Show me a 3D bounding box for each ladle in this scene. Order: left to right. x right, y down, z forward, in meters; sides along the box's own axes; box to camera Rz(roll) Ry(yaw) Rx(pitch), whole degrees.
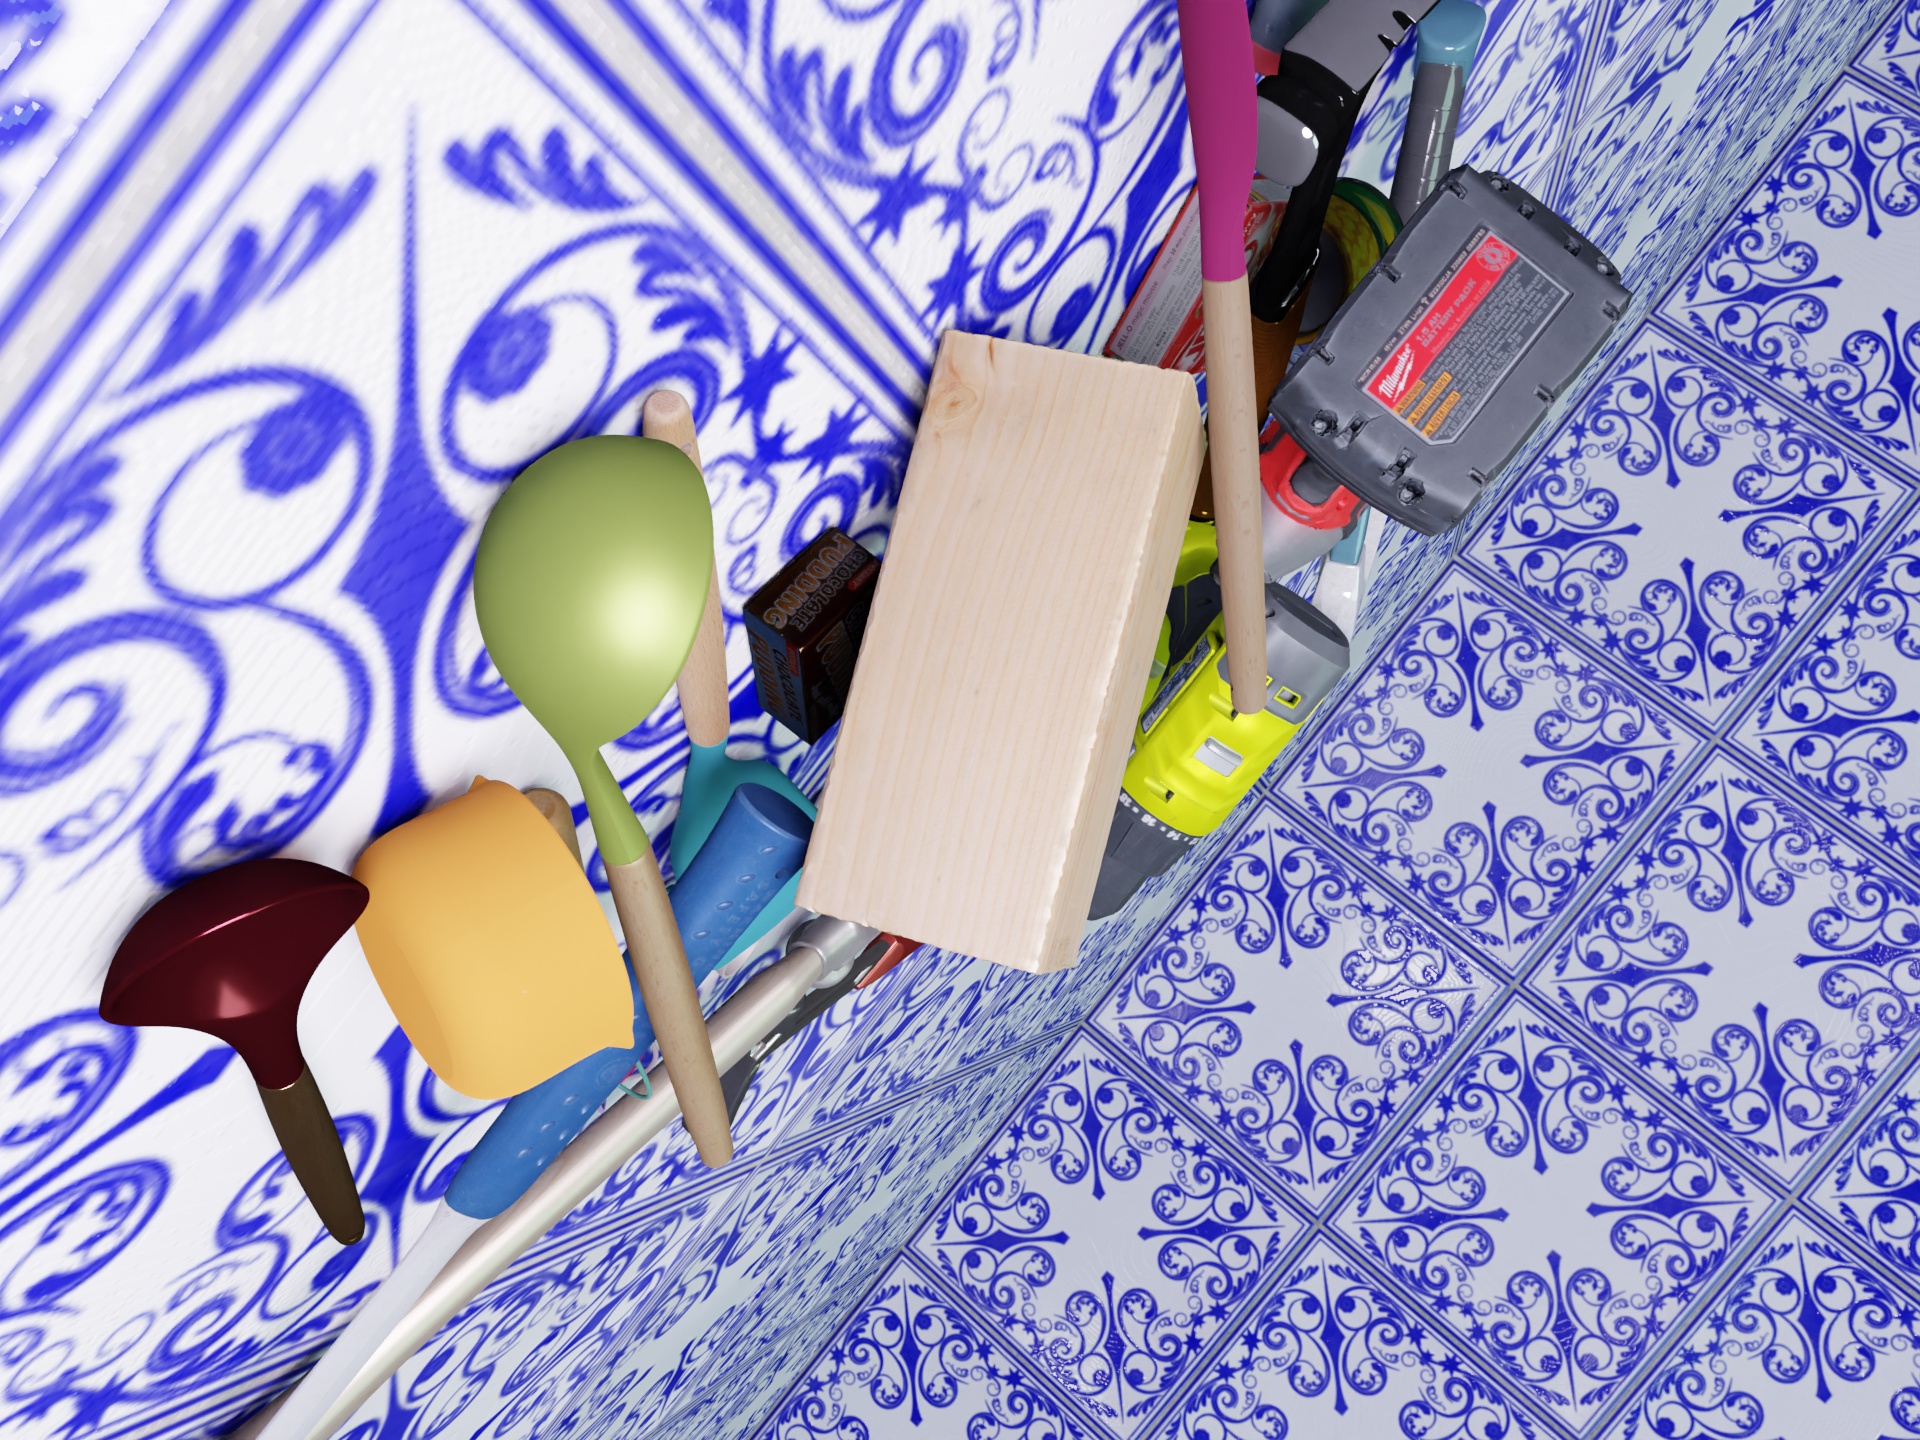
[{"bbox_3d":[-0.212,0.120,0.508,0.069,0.031,0.315,-25,156,-27],"label":"ladle"},{"bbox_3d":[-0.088,0.051,0.494,0.062,0.078,0.319,-21,139,-16],"label":"ladle"}]

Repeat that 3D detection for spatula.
[{"bbox_3d":[-0.082,-0.003,0.562,0.082,0.044,0.317,-40,161,-22],"label":"spatula"}]

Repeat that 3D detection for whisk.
[{"bbox_3d":[-0.149,0.099,0.616,0.047,0.051,0.244,-37,157,-26],"label":"whisk"}]

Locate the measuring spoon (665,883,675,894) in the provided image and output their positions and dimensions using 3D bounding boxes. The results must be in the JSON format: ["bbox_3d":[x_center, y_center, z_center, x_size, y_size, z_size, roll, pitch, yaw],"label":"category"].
[{"bbox_3d":[-0.140,0.118,0.719,0.042,0.021,0.128,-36,161,-45],"label":"measuring spoon"}]

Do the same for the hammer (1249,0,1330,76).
[{"bbox_3d":[0.133,-0.333,0.426,0.143,0.038,0.386,-48,165,-17],"label":"hammer"}]

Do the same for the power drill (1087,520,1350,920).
[{"bbox_3d":[0.109,-0.013,0.841,0.190,0.080,0.229,-54,-167,22],"label":"power drill"}]

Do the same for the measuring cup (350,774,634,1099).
[{"bbox_3d":[-0.160,0.082,0.503,0.052,0.095,0.173,-28,174,-33],"label":"measuring cup"}]

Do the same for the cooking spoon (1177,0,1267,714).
[{"bbox_3d":[0.092,-0.129,0.546,0.017,0.069,0.318,-11,127,1],"label":"cooking spoon"}]

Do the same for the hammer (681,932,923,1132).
[{"bbox_3d":[-0.041,0.150,1.061,0.359,0.037,0.149,-32,156,-50],"label":"hammer"}]

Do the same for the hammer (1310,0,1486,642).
[{"bbox_3d":[0.218,-0.188,0.816,0.128,0.033,0.330,-57,156,-53],"label":"hammer"}]

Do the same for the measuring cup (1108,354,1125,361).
[{"bbox_3d":[0.055,-0.121,0.701,0.083,0.038,0.167,-48,163,-11],"label":"measuring cup"}]

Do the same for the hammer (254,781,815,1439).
[{"bbox_3d":[-0.186,0.189,0.600,0.405,0.035,0.144,-51,146,9],"label":"hammer"}]

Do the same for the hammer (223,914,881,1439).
[{"bbox_3d":[-0.185,0.214,0.750,0.411,0.038,0.146,-41,175,-28],"label":"hammer"}]

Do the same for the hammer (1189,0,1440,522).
[{"bbox_3d":[0.135,-0.178,0.667,0.127,0.034,0.336,-49,168,-16],"label":"hammer"}]

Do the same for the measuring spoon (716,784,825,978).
[{"bbox_3d":[-0.091,0.071,0.780,0.124,0.018,0.034,-60,168,8],"label":"measuring spoon"}]

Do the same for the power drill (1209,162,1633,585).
[{"bbox_3d":[0.164,-0.119,0.641,0.143,0.078,0.219,-51,179,-2],"label":"power drill"}]
